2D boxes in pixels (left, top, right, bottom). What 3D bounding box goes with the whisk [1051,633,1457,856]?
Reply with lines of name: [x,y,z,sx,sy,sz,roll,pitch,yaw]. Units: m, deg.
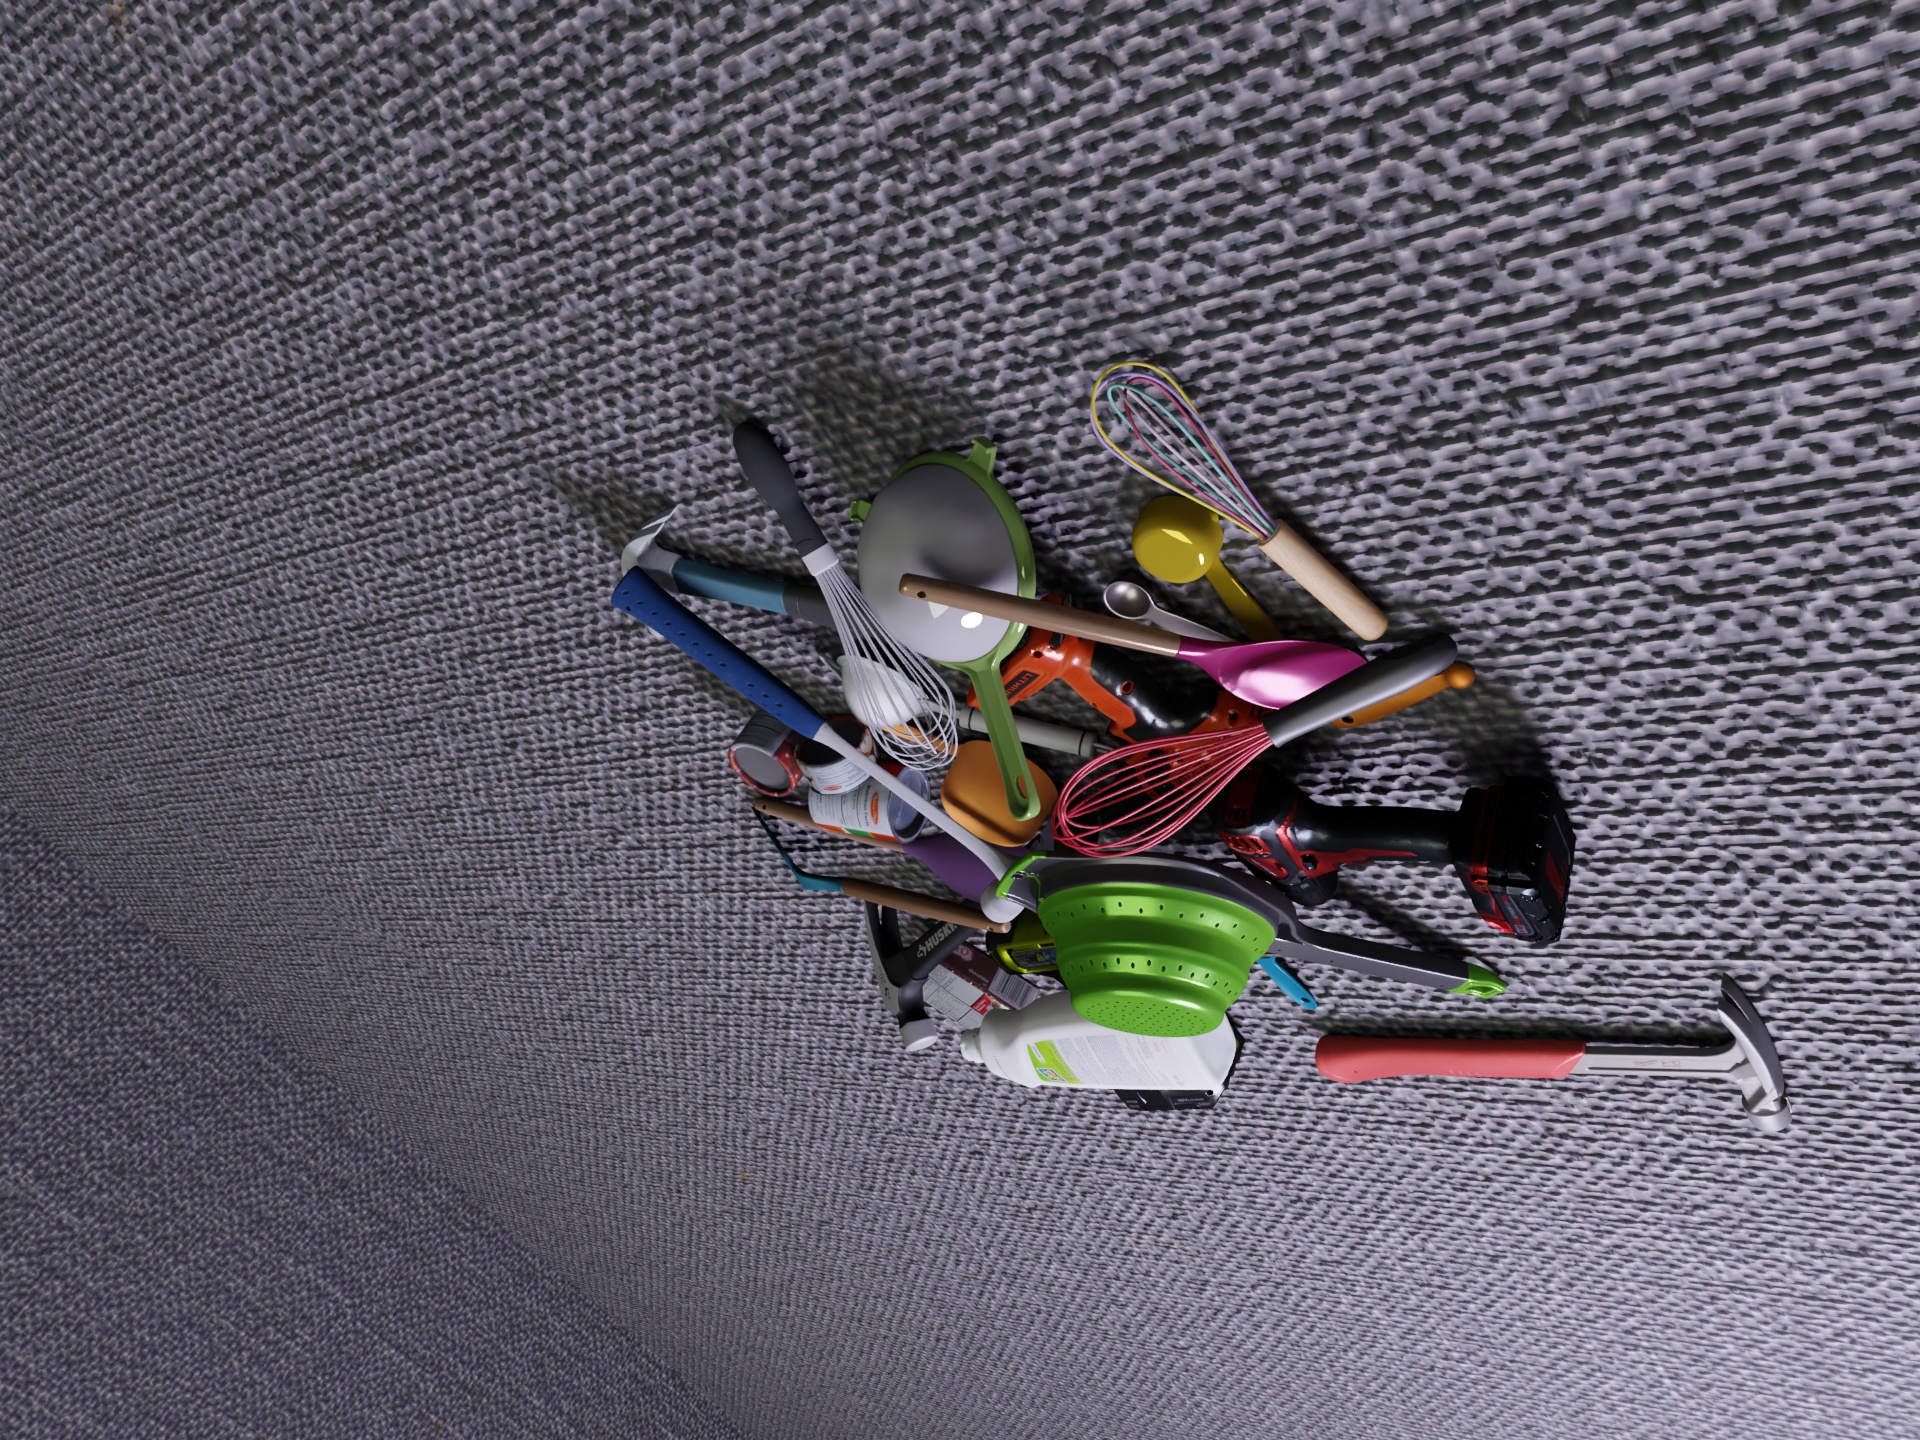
whisk: [0.186,0.016,1.042,0.296,0.073,0.073,-27,119,22]

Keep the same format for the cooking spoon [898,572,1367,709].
cooking spoon: [0.115,-0.055,1.026,0.318,0.017,0.068,12,139,-11]

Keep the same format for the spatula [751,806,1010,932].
spatula: [-0.077,0.143,1.423,0.318,0.044,0.082,10,138,39]

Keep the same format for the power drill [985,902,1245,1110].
power drill: [0.146,0.243,1.402,0.171,0.080,0.223,-16,121,45]

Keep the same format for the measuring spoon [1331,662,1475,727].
measuring spoon: [0.288,-0.013,1.046,0.021,0.011,0.117,43,143,-17]

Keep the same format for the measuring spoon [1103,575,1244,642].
measuring spoon: [0.155,-0.067,1.077,0.124,0.018,0.034,25,143,-5]

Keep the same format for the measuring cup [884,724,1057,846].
measuring cup: [-0.010,0.046,1.280,0.174,0.052,0.095,22,155,13]

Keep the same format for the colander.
colander: [0.218,0.192,1.177,0.397,0.095,0.204,13,155,-9]

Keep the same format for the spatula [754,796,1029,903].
spatula: [-0.066,0.105,1.393,0.316,0.018,0.059,12,103,37]

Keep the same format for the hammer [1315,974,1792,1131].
hammer: [0.441,0.259,1.246,0.359,0.037,0.149,-9,129,41]

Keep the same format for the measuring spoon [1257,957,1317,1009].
measuring spoon: [0.265,0.202,1.322,0.042,0.021,0.128,-8,139,41]

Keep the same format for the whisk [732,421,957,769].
whisk: [-0.083,-0.088,1.140,0.070,0.070,0.284,-20,104,47]

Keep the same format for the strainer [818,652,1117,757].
strainer: [-0.002,-0.004,1.239,0.258,0.050,0.086,13,157,17]

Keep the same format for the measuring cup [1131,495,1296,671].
measuring cup: [0.168,-0.079,1.033,0.156,0.029,0.062,47,141,-19]

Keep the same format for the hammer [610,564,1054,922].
hammer: [-0.099,0.011,1.236,0.405,0.035,0.144,36,151,1]

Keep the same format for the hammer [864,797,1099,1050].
hammer: [0.015,0.158,1.384,0.334,0.035,0.146,-46,57,44]

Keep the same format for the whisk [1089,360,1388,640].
whisk: [0.175,-0.130,0.963,0.244,0.047,0.051,38,156,-18]

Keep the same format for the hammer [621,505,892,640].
hammer: [-0.119,-0.090,1.222,0.331,0.033,0.128,13,142,22]

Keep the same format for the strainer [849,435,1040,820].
strainer: [-0.010,-0.050,1.059,0.151,0.069,0.256,-17,91,48]

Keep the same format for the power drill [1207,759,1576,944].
power drill: [0.298,0.094,1.098,0.227,0.080,0.187,5,157,32]
